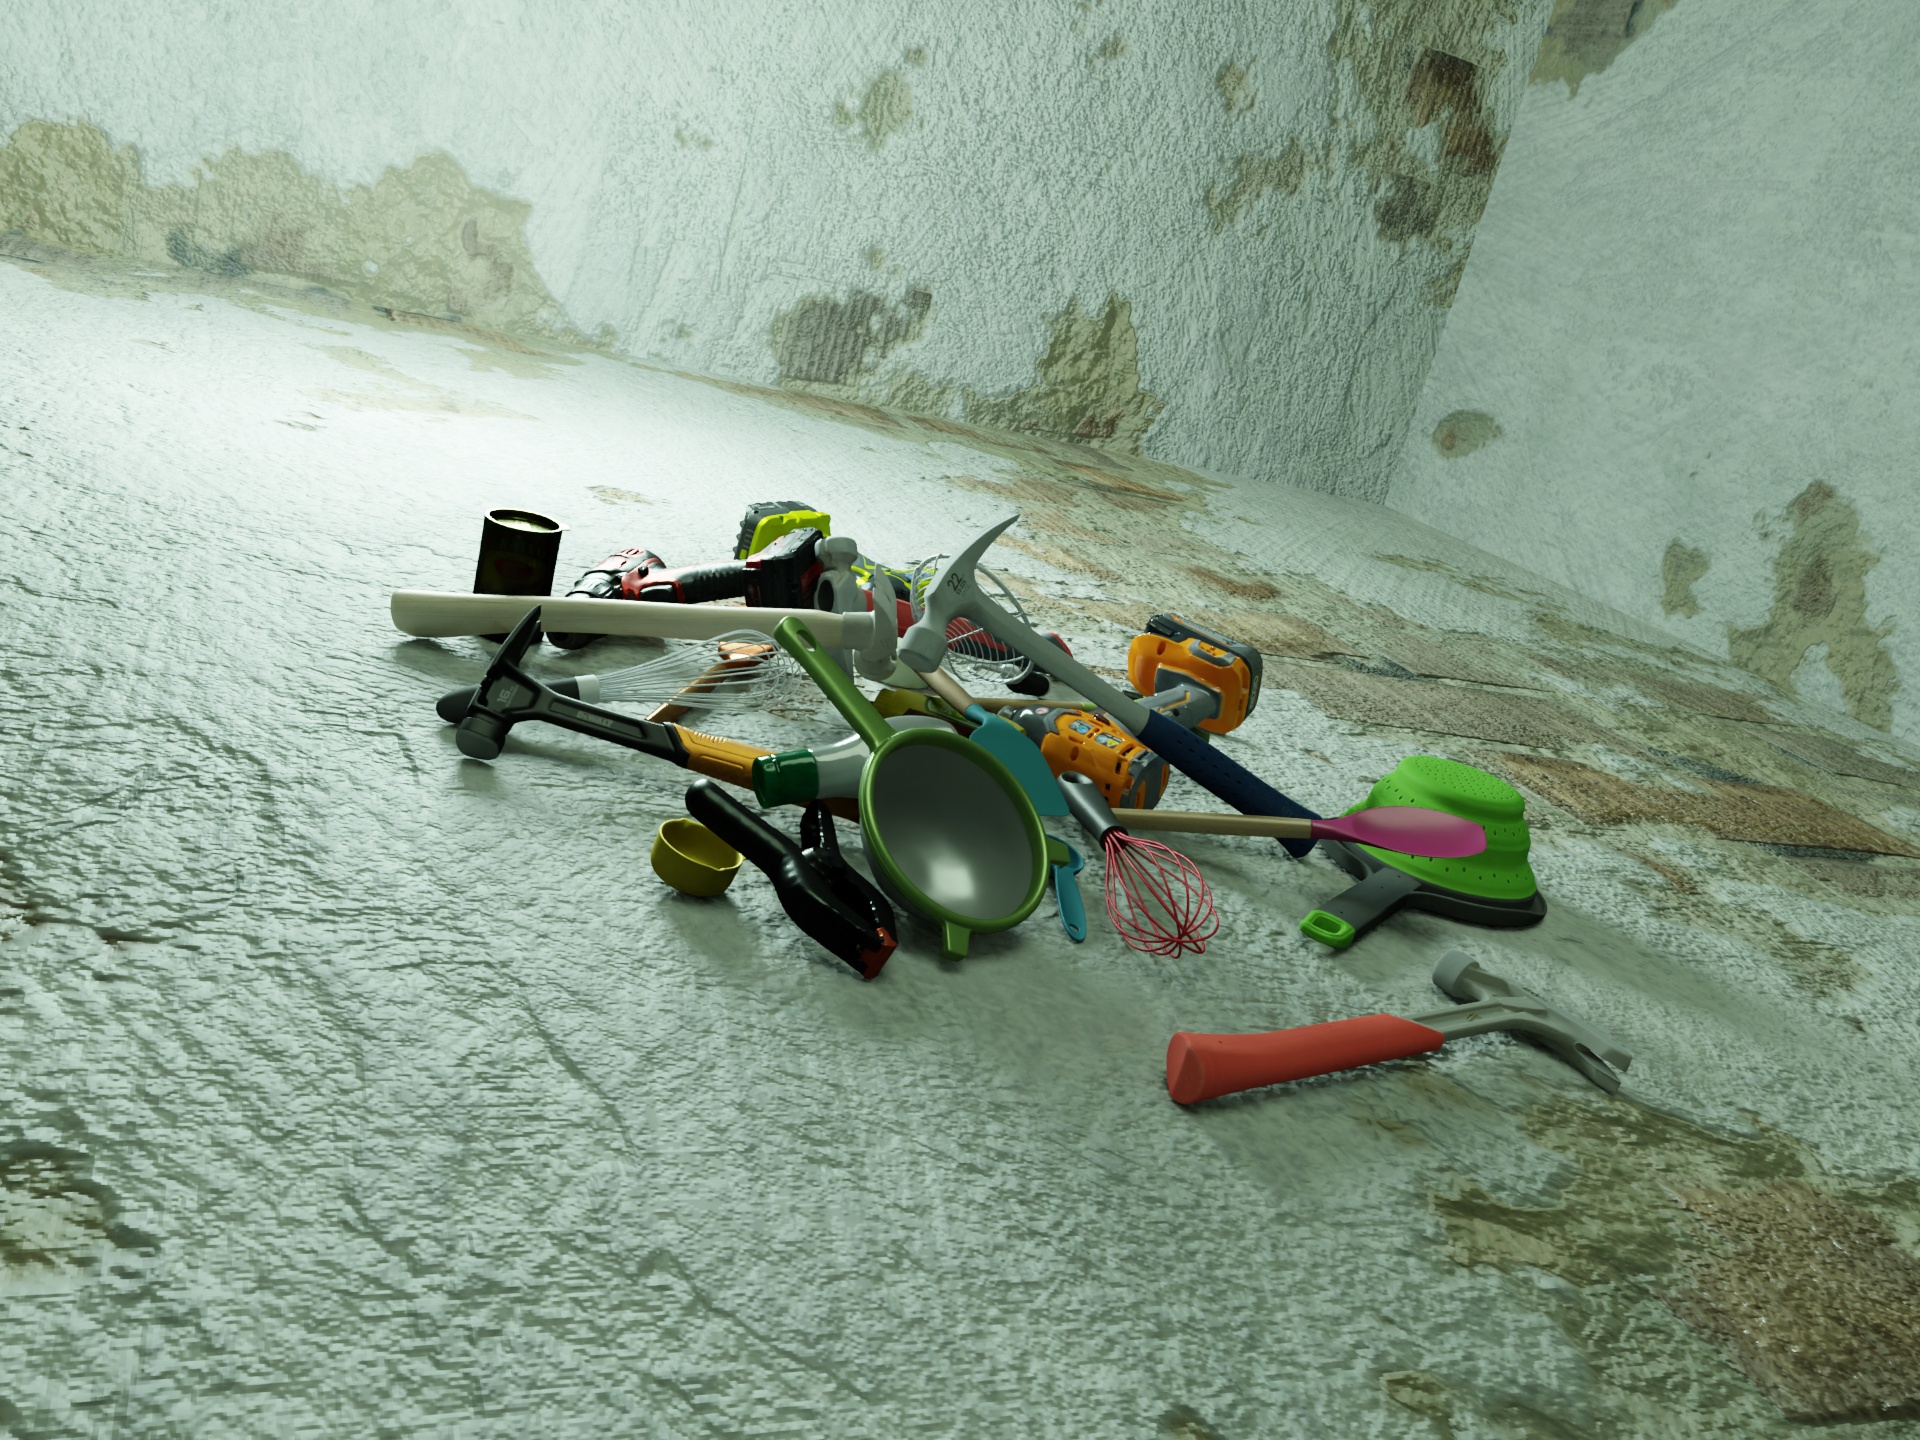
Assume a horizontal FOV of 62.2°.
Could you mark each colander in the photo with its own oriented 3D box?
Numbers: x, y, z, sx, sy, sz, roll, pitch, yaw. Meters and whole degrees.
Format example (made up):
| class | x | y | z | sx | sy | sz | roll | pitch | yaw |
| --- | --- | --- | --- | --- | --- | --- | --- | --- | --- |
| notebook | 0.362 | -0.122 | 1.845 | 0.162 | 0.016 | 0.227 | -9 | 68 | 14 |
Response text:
| class | x | y | z | sx | sy | sz | roll | pitch | yaw |
| --- | --- | --- | --- | --- | --- | --- | --- | --- | --- |
| colander | 0.378 | 0.102 | 1.319 | 0.205 | 0.094 | 0.397 | 25 | 20 | 28 |

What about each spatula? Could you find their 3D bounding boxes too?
| class | x | y | z | sx | sy | sz | roll | pitch | yaw |
| --- | --- | --- | --- | --- | --- | --- | --- | --- | --- |
| spatula | -0.002 | -0.004 | 1.280 | 0.082 | 0.044 | 0.318 | 7 | 16 | -22 |
| spatula | -0.215 | -0.044 | 1.367 | 0.081 | 0.041 | 0.323 | 3 | 17 | 11 |

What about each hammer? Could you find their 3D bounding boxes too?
| class | x | y | z | sx | sy | sz | roll | pitch | yaw |
| --- | --- | --- | --- | --- | --- | --- | --- | --- | --- |
| hammer | 0.272 | 0.208 | 1.013 | 0.359 | 0.036 | 0.149 | 1 | 23 | -39 |
| hammer | -0.181 | 0.019 | 1.152 | 0.337 | 0.034 | 0.127 | 18 | 52 | -3 |
| hammer | 0.141 | -0.010 | 1.278 | 0.405 | 0.144 | 0.035 | 33 | -18 | -22 |
| hammer | -0.256 | -0.087 | 1.293 | 0.410 | 0.038 | 0.146 | 3 | -24 | -1 |
| hammer | -0.004 | -0.068 | 1.535 | 0.038 | 0.143 | 0.386 | -11 | -14 | 34 |

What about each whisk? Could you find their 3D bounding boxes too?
| class | x | y | z | sx | sy | sz | roll | pitch | yaw |
| --- | --- | --- | --- | --- | --- | --- | --- | --- | --- |
| whisk | 0.119 | 0.096 | 1.180 | 0.073 | 0.073 | 0.296 | 10 | 16 | -16 |
| whisk | -0.254 | -0.028 | 1.218 | 0.284 | 0.070 | 0.070 | -8 | 27 | -26 |

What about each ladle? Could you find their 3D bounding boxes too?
| class | x | y | z | sx | sy | sz | roll | pitch | yaw |
| --- | --- | --- | --- | --- | --- | --- | --- | --- | --- |
| ladle | 0.086 | 0.001 | 1.495 | 0.320 | 0.062 | 0.078 | 2 | 23 | -16 |

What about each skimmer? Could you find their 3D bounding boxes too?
| class | x | y | z | sx | sy | sz | roll | pitch | yaw |
| --- | --- | --- | --- | --- | --- | --- | --- | --- | --- |
| skimmer | 0.046 | -0.071 | 1.433 | 0.127 | 0.090 | 0.363 | 36 | 6 | 16 |

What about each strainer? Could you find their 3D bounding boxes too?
| class | x | y | z | sx | sy | sz | roll | pitch | yaw |
| --- | --- | --- | --- | --- | --- | --- | --- | --- | --- |
| strainer | -0.051 | 0.044 | 1.071 | 0.256 | 0.069 | 0.151 | 50 | 41 | 4 |

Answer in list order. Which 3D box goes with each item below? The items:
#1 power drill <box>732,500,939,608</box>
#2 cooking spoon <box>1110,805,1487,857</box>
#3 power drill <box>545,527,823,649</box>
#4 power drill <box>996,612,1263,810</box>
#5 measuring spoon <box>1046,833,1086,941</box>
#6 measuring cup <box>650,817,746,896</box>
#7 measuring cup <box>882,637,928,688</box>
| class | x | y | z | sx | sy | sz | roll | pitch | yaw |
| --- | --- | --- | --- | --- | --- | --- | --- | --- | --- |
| power drill | -0.134 | -0.164 | 1.741 | 0.223 | 0.080 | 0.171 | 27 | 21 | 24 |
| cooking spoon | 0.253 | 0.085 | 1.268 | 0.319 | 0.017 | 0.069 | 3 | 31 | 10 |
| power drill | -0.244 | -0.110 | 1.416 | 0.227 | 0.080 | 0.188 | -2 | 20 | 13 |
| power drill | 0.149 | -0.010 | 1.415 | 0.164 | 0.084 | 0.226 | 26 | 43 | 30 |
| measuring spoon | 0.072 | 0.125 | 1.140 | 0.042 | 0.021 | 0.129 | 24 | 24 | -15 |
| measuring cup | -0.133 | 0.100 | 1.043 | 0.156 | 0.029 | 0.062 | 16 | 19 | -39 |
| measuring cup | -0.051 | -0.075 | 1.592 | 0.083 | 0.038 | 0.168 | 17 | 20 | 7 |
